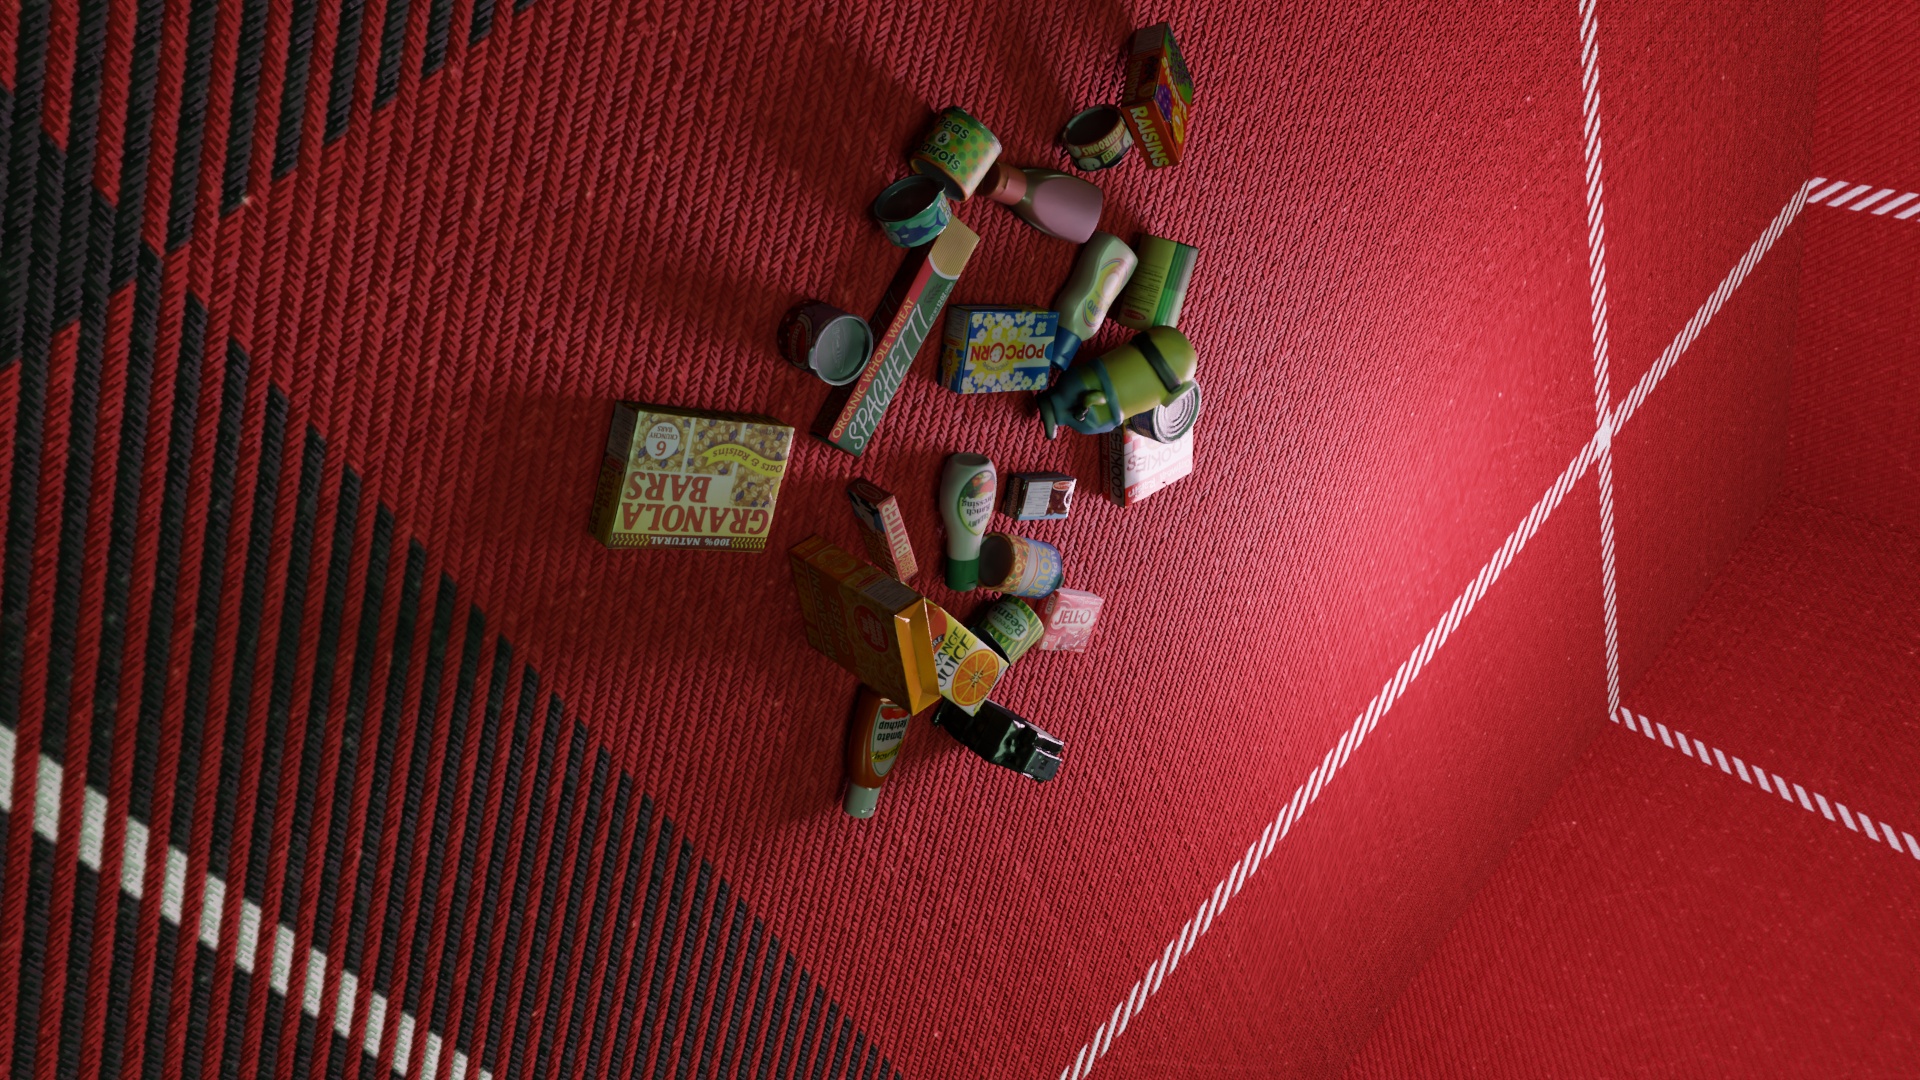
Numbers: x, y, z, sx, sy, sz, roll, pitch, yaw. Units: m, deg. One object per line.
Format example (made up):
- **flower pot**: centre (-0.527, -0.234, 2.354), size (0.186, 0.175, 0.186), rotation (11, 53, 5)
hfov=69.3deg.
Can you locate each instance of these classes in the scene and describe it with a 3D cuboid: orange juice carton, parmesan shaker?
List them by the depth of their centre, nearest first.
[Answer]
- **orange juice carton**: centre (-0.036, 0.109, 1.484), size (0.072, 0.073, 0.192), rotation (-55, 137, -7)
- **parmesan shaker**: centre (0.220, -0.281, 1.534), size (0.071, 0.071, 0.102), rotation (2, 109, -45)

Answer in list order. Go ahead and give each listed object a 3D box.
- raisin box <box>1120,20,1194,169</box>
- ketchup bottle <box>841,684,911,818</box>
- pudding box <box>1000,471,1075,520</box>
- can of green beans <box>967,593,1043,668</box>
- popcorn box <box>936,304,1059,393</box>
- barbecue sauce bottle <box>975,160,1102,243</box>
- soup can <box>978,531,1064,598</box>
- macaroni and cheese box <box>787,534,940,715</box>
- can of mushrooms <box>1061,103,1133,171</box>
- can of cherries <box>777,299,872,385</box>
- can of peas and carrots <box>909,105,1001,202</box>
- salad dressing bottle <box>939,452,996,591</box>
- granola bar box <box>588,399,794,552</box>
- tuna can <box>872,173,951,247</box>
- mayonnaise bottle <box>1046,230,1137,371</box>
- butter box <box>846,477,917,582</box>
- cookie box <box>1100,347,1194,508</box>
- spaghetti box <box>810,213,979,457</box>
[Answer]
- **raisin box**: centre (0.201, -0.451, 1.409), size (0.086, 0.040, 0.124), rotation (53, 41, -45)
- **ketchup bottle**: centre (-0.094, 0.228, 1.510), size (0.065, 0.043, 0.148), rotation (1, 110, -45)
- **pudding box**: centre (0.087, -0.049, 1.554), size (0.084, 0.030, 0.049), rotation (-4, 112, -43)
- **can of green beans**: centre (0.051, 0.102, 1.570), size (0.058, 0.071, 0.071), rotation (-43, 135, -20)
- **popcorn box**: centre (0.039, -0.197, 1.424), size (0.127, 0.038, 0.085), rotation (-8, 115, -41)
- **barbecue sauce bottle**: centre (0.078, -0.343, 1.384), size (0.149, 0.044, 0.064), rotation (6, 106, -45)
- **soup can**: centre (0.064, 0.029, 1.541), size (0.084, 0.071, 0.071), rotation (12, 102, -47)
- **macaroni and cheese box**: centre (-0.093, 0.079, 1.343), size (0.040, 0.167, 0.123), rotation (-30, 130, -30)
- **can of mushrooms**: centre (0.138, -0.403, 1.391), size (0.071, 0.071, 0.033), rotation (-49, 135, -13)
- **can of cherries**: centre (-0.125, -0.180, 1.258), size (0.072, 0.058, 0.071), rotation (-23, 126, -35)
- **can of peas and carrots**: centre (-0.006, -0.355, 1.277), size (0.059, 0.071, 0.071), rotation (-56, 138, -5)
- **salad dressing bottle**: centre (0.005, -0.019, 1.480), size (0.064, 0.044, 0.147), rotation (-17, 122, -39)
- **granola bar box**: centre (-0.235, -0.054, 1.230), size (0.166, 0.039, 0.124), rotation (2, 109, -45)
- **tuna can**: centre (-0.041, -0.302, 1.269), size (0.071, 0.071, 0.032), rotation (-47, 137, -16)
- **mayonnaise bottle**: centre (0.133, -0.253, 1.485), size (0.064, 0.041, 0.148), rotation (31, 87, -49)
- **butter box**: centre (-0.078, -0.010, 1.396), size (0.024, 0.053, 0.103), rotation (-36, 132, -23)
- **cookie box**: centre (0.220, -0.136, 1.631), size (0.123, 0.040, 0.166), rotation (-27, 127, -33)
- **spaghetti box**: centre (-0.062, -0.198, 1.332), size (0.050, 0.029, 0.250), rotation (30, 88, -47)
